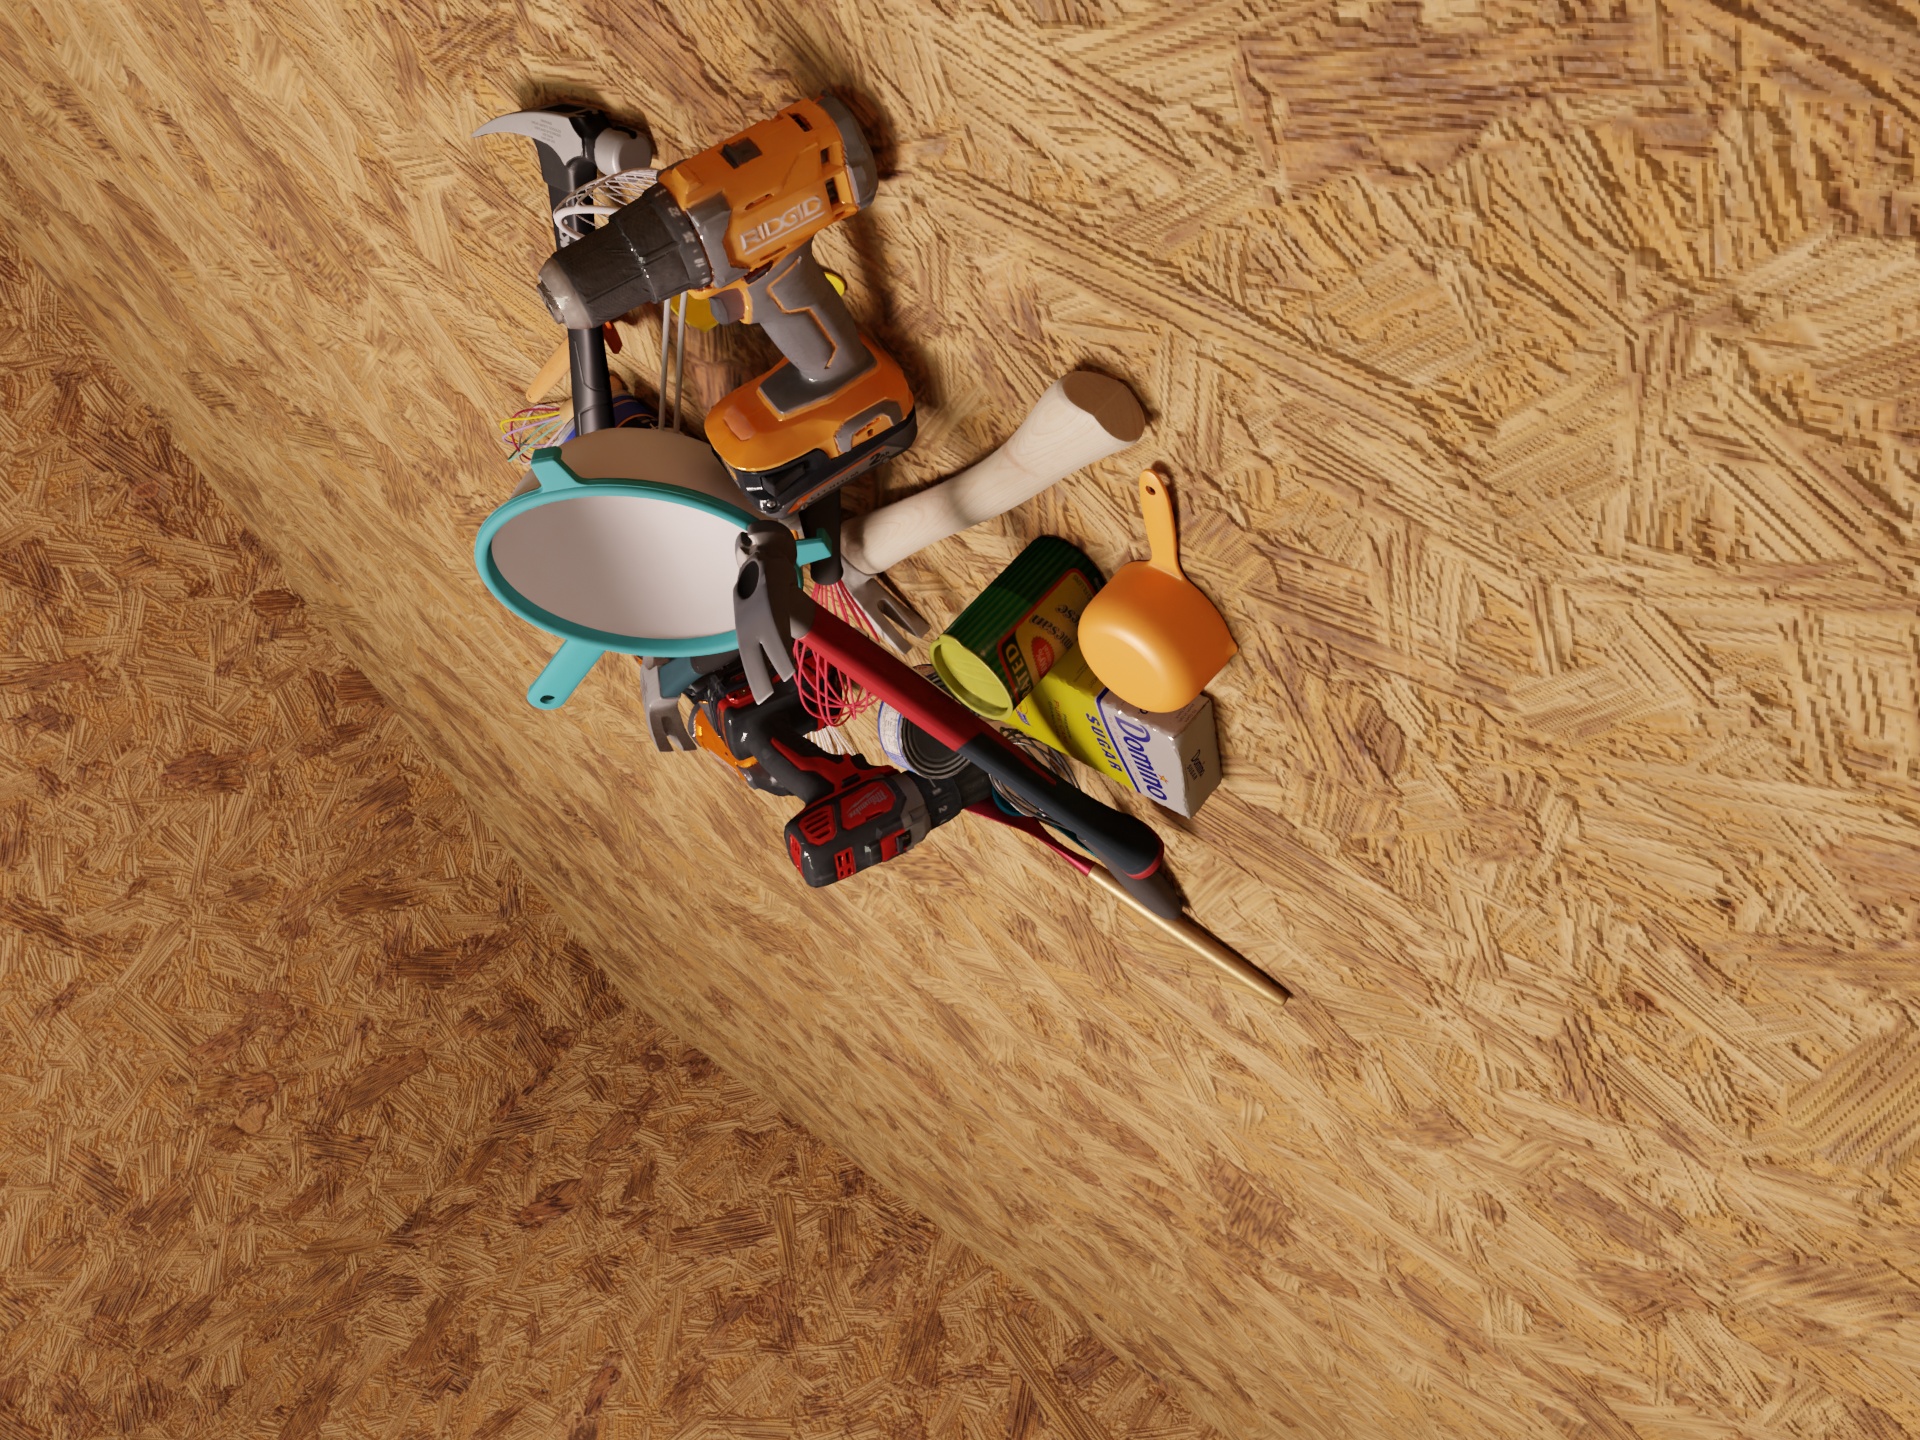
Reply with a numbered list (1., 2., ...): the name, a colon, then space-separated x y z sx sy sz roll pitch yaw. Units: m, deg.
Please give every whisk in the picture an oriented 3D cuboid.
1. whisk: -0.347 -0.261 1.372 0.245 0.051 0.047 -5 122 57
2. whisk: -0.135 -0.012 1.455 0.059 0.058 0.246 1 142 9
3. whisk: 0.099 0.083 1.190 0.238 0.055 0.055 44 161 -32
4. whisk: -0.092 -0.092 1.125 0.073 0.073 0.295 34 152 23

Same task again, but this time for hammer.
1. hammer: -0.264 -0.258 1.108 0.146 0.035 0.334 28 134 29
2. hammer: -0.203 -0.054 1.266 0.331 0.033 0.128 -22 73 63
3. hammer: 0.008 0.020 1.027 0.385 0.038 0.143 35 -153 -34
4. hammer: 0.002 -0.131 1.020 0.146 0.038 0.411 48 157 -13

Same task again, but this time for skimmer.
1. skimmer: -0.196 -0.208 1.037 0.127 0.090 0.363 11 144 -5

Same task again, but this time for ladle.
1. ladle: 0.127 0.136 1.282 0.315 0.031 0.069 33 -169 17

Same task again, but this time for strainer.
1. strainer: -0.238 -0.107 1.105 0.210 0.095 0.340 15 152 -26
2. strainer: -0.002 -0.004 1.171 0.258 0.050 0.087 36 -151 -34

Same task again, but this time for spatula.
1. spatula: -0.316 -0.293 1.263 0.081 0.041 0.323 61 156 -10

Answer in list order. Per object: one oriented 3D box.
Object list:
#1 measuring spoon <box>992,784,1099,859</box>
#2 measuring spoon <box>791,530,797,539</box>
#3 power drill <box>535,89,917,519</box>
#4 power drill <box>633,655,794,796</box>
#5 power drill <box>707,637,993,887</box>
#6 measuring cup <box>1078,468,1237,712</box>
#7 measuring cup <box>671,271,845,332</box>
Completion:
1. measuring spoon: 0.080 0.084 1.265 0.128 0.042 0.021 34 151 4
2. measuring spoon: -0.139 -0.136 1.278 0.021 0.011 0.116 38 157 15
3. power drill: -0.121 -0.215 0.890 0.084 0.185 0.226 52 167 31
4. power drill: -0.222 -0.015 1.535 0.164 0.084 0.226 34 160 32
5. power drill: -0.089 0.023 1.311 0.227 0.188 0.080 49 155 38
6. measuring cup: 0.106 -0.071 0.926 0.095 0.052 0.173 30 156 30
7. measuring cup: -0.128 -0.279 1.005 0.157 0.029 0.062 10 133 34
